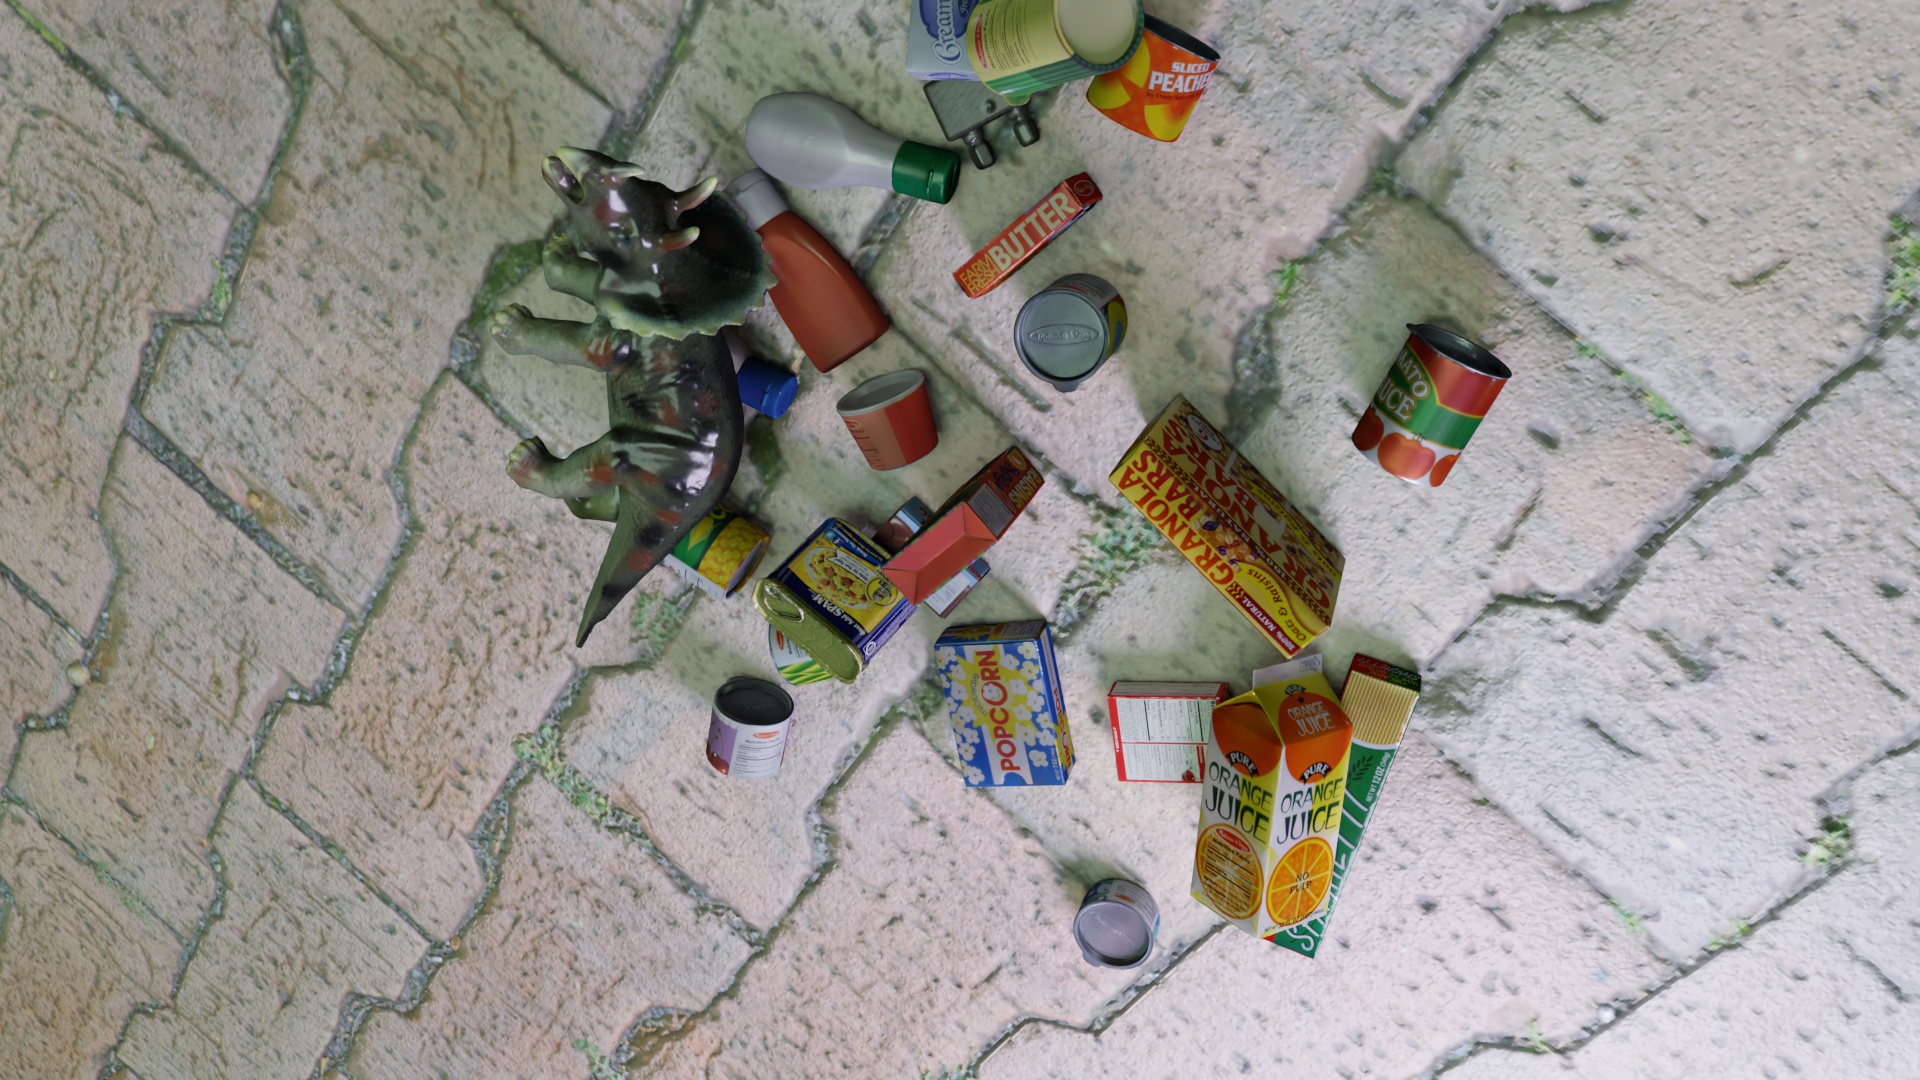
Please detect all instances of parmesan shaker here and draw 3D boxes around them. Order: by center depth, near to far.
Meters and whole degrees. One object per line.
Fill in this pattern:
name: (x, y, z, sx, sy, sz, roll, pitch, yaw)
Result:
parmesan shaker: (0.057, -0.308, 0.847, 0.103, 0.071, 0.071, 17, 125, 60)

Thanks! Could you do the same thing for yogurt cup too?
yogurt cup: (-0.050, -0.086, 1.014, 0.072, 0.073, 0.053, -11, 114, 24)

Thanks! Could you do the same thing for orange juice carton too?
orange juice carton: (0.222, 0.175, 0.988, 0.073, 0.072, 0.192, 24, 115, 52)

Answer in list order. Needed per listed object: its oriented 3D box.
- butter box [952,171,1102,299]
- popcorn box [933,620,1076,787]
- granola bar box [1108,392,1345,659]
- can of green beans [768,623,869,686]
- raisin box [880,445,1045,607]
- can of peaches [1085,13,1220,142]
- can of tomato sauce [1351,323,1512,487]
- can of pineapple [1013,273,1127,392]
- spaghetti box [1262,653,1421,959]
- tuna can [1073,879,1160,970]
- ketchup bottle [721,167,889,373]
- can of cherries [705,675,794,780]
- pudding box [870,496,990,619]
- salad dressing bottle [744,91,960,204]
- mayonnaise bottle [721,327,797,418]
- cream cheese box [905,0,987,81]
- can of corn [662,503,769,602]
butter box: (0.045, -0.205, 0.936, 0.103, 0.053, 0.024, -36, 94, 28)
popcorn box: (0.035, 0.127, 1.081, 0.085, 0.038, 0.126, -5, 108, 21)
granola bar box: (0.179, -0.013, 0.922, 0.165, 0.125, 0.039, 45, 118, -1)
can of green beans: (-0.110, 0.078, 1.100, 0.058, 0.071, 0.071, -14, 105, 24)
raisin box: (0.004, -0.012, 0.988, 0.086, 0.124, 0.040, -40, 94, 29)
can of peaches: (0.120, -0.288, 0.865, 0.071, 0.071, 0.057, 32, 119, 6)
can of tomato sauce: (0.295, -0.086, 0.881, 0.071, 0.071, 0.082, 28, 118, 8)
can of pineapple: (0.075, -0.143, 0.946, 0.071, 0.058, 0.070, 8, 113, 18)
spaghetti box: (0.276, 0.201, 1.025, 0.050, 0.029, 0.248, 19, 116, 14)
tuna can: (0.126, 0.312, 1.123, 0.071, 0.033, 0.070, 7, 113, 18)
ketchup bottle: (-0.117, -0.198, 1.005, 0.064, 0.044, 0.148, -31, 97, 27)
can of cherries: (-0.177, 0.156, 1.159, 0.071, 0.072, 0.058, 20, 117, 12)
pudding box: (-0.025, 0.013, 1.062, 0.084, 0.030, 0.049, 42, 120, 1)
salad dressing bottle: (-0.074, -0.268, 0.962, 0.148, 0.044, 0.064, 18, 115, 12)
mayonnaise bottle: (-0.197, -0.140, 1.061, 0.148, 0.041, 0.064, 26, 118, 8)
cream cheese box: (-0.004, -0.352, 0.899, 0.053, 0.024, 0.103, 7, 97, 20)
can of corn: (-0.192, 0.005, 1.103, 0.058, 0.071, 0.071, 33, 118, 5)
